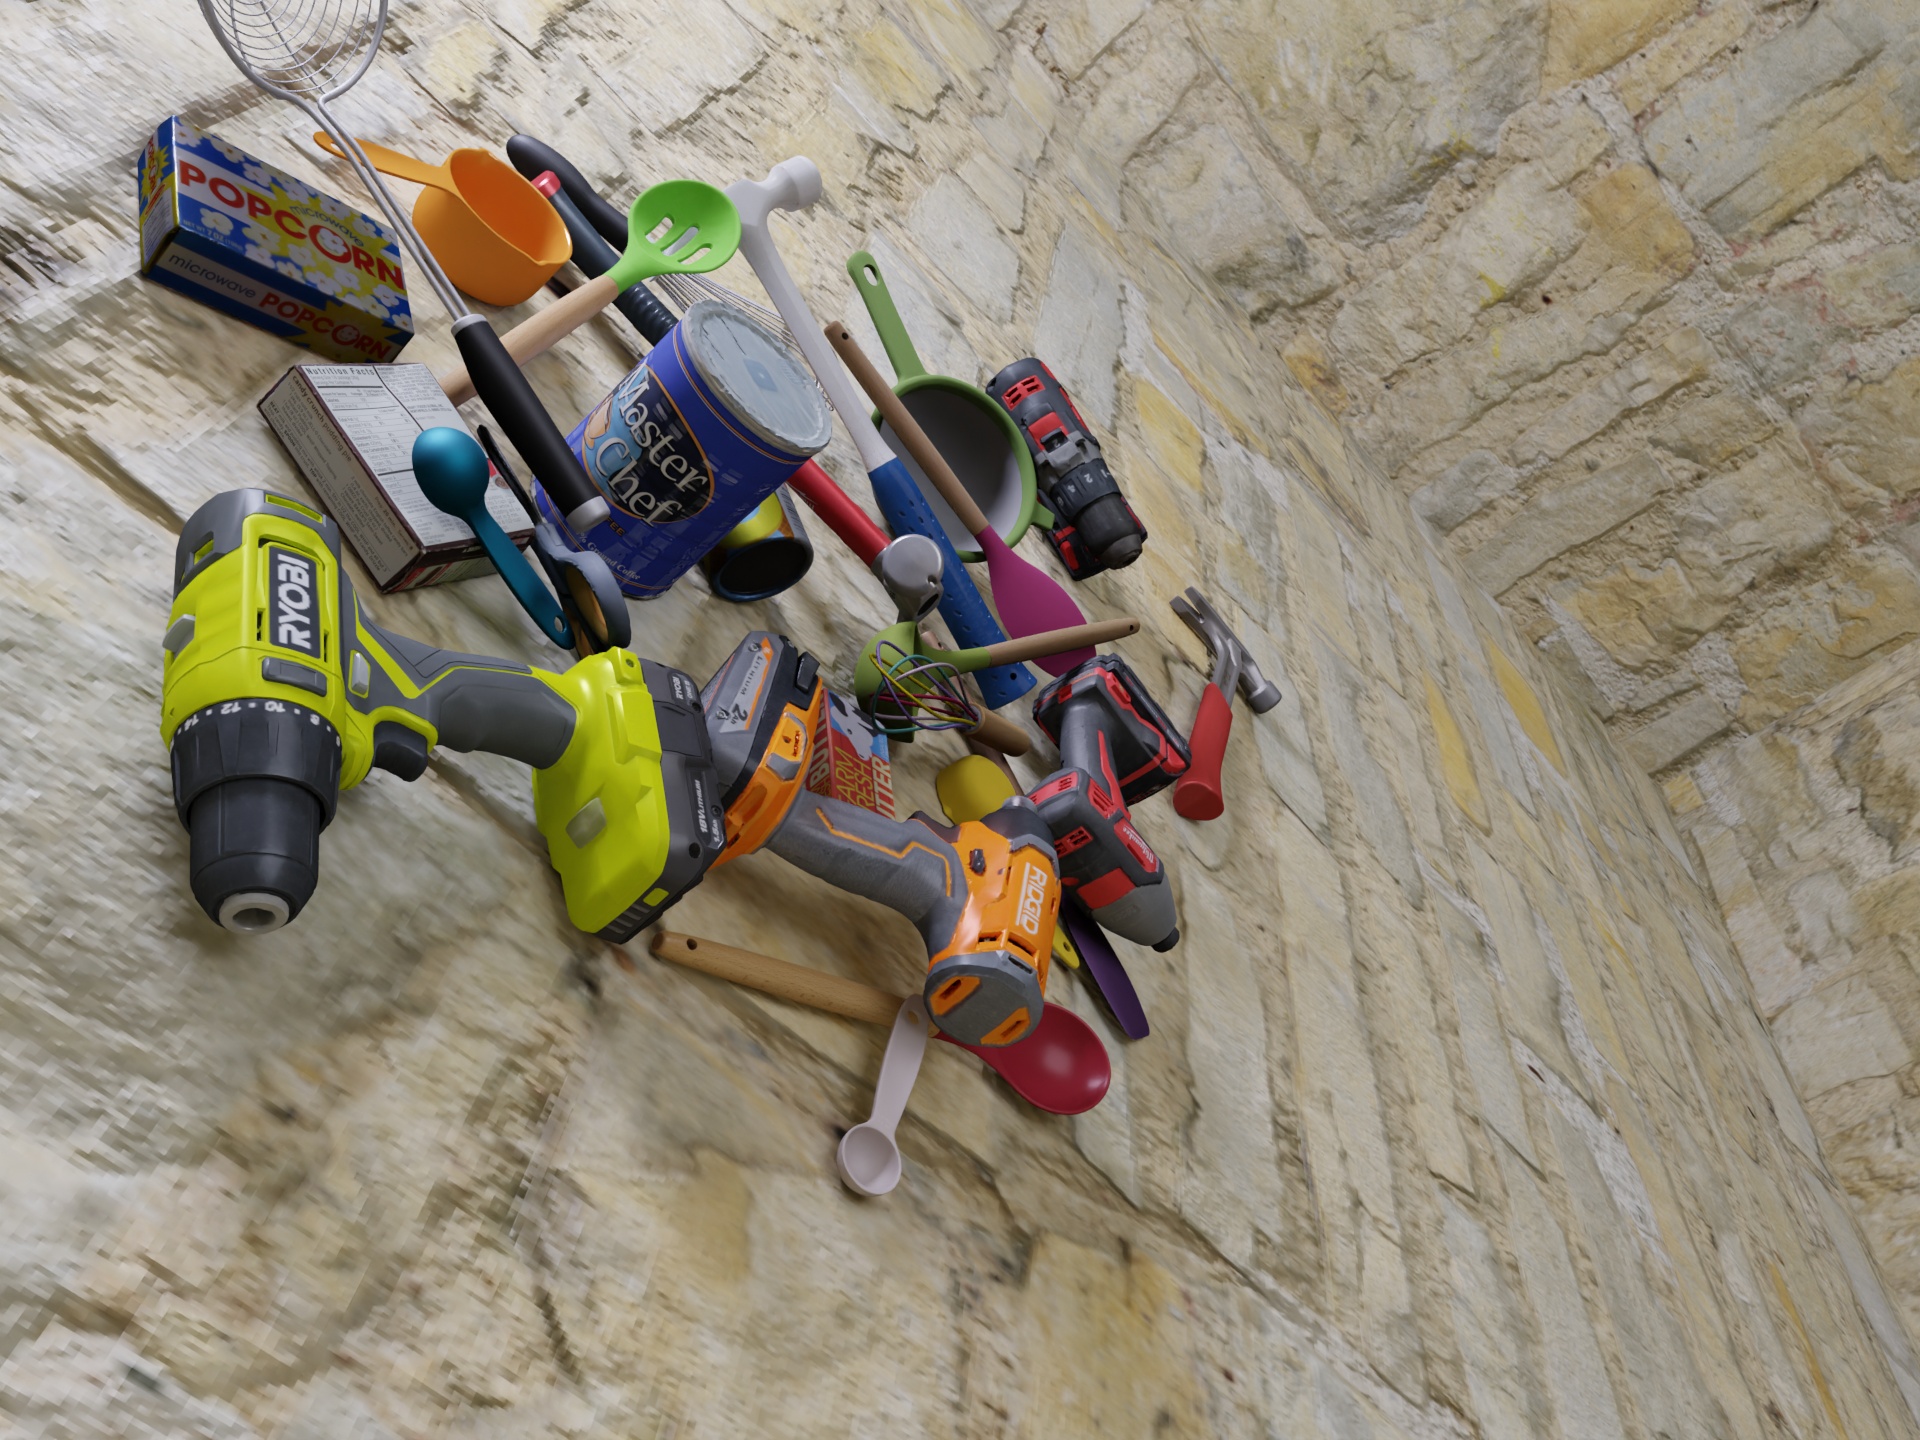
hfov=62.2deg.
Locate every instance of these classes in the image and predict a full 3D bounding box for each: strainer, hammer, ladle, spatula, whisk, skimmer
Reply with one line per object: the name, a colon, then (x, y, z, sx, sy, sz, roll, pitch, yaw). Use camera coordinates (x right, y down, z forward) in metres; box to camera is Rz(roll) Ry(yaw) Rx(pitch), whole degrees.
strainer: (-0.041, -0.232, 1.224, 0.151, 0.069, 0.256, -22, 87, -36)
hammer: (-0.155, -0.210, 1.052, 0.386, 0.038, 0.143, 46, -11, 4)
ladle: (0.042, -0.045, 1.104, 0.320, 0.062, 0.078, -14, 111, -49)
spatula: (0.047, 0.073, 1.082, 0.316, 0.018, 0.059, 61, 20, 16)
ladle: (-0.032, 0.156, 0.840, 0.315, 0.031, 0.069, 26, 43, -40)
whisk: (-0.200, -0.311, 1.123, 0.284, 0.070, 0.070, 38, 29, -17)
whisk: (0.000, -0.001, 0.980, 0.244, 0.047, 0.051, 27, 78, -68)
hammer: (-0.066, -0.186, 1.117, 0.144, 0.035, 0.405, -36, 102, -29)
skimmer: (-0.269, -0.269, 0.812, 0.363, 0.090, 0.127, 58, 31, -4)
hammer: (0.228, -0.010, 1.462, 0.149, 0.036, 0.359, 49, 26, -8)

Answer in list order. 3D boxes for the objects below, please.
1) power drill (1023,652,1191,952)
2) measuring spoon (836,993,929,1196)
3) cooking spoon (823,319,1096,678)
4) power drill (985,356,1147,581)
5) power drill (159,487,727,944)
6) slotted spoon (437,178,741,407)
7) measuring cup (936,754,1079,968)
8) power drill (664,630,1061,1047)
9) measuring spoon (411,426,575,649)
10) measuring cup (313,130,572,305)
power drill: (0.106, 0.058, 1.108, 0.143, 0.078, 0.220, 50, 23, -19)
measuring spoon: (-0.037, 0.184, 0.789, 0.034, 0.018, 0.124, 39, 36, -15)
cooking spoon: (0.000, -0.161, 1.174, 0.069, 0.017, 0.318, -44, 101, -33)
power drill: (0.101, -0.188, 1.340, 0.188, 0.080, 0.226, 60, 5, 15)
power drill: (-0.213, 0.018, 0.660, 0.228, 0.080, 0.191, 22, 38, -42)
slotted spoon: (-0.225, -0.248, 0.941, 0.070, 0.031, 0.314, 37, 44, -2)
measuring cup: (0.040, 0.089, 1.034, 0.156, 0.029, 0.062, 56, 26, 12)
power drill: (-0.043, 0.054, 0.842, 0.226, 0.084, 0.164, 35, 35, -14)
measuring spoon: (-0.216, -0.086, 0.765, 0.128, 0.021, 0.042, 60, 29, -31)
measuring cup: (-0.309, -0.294, 0.923, 0.173, 0.052, 0.095, 3, 54, -55)
